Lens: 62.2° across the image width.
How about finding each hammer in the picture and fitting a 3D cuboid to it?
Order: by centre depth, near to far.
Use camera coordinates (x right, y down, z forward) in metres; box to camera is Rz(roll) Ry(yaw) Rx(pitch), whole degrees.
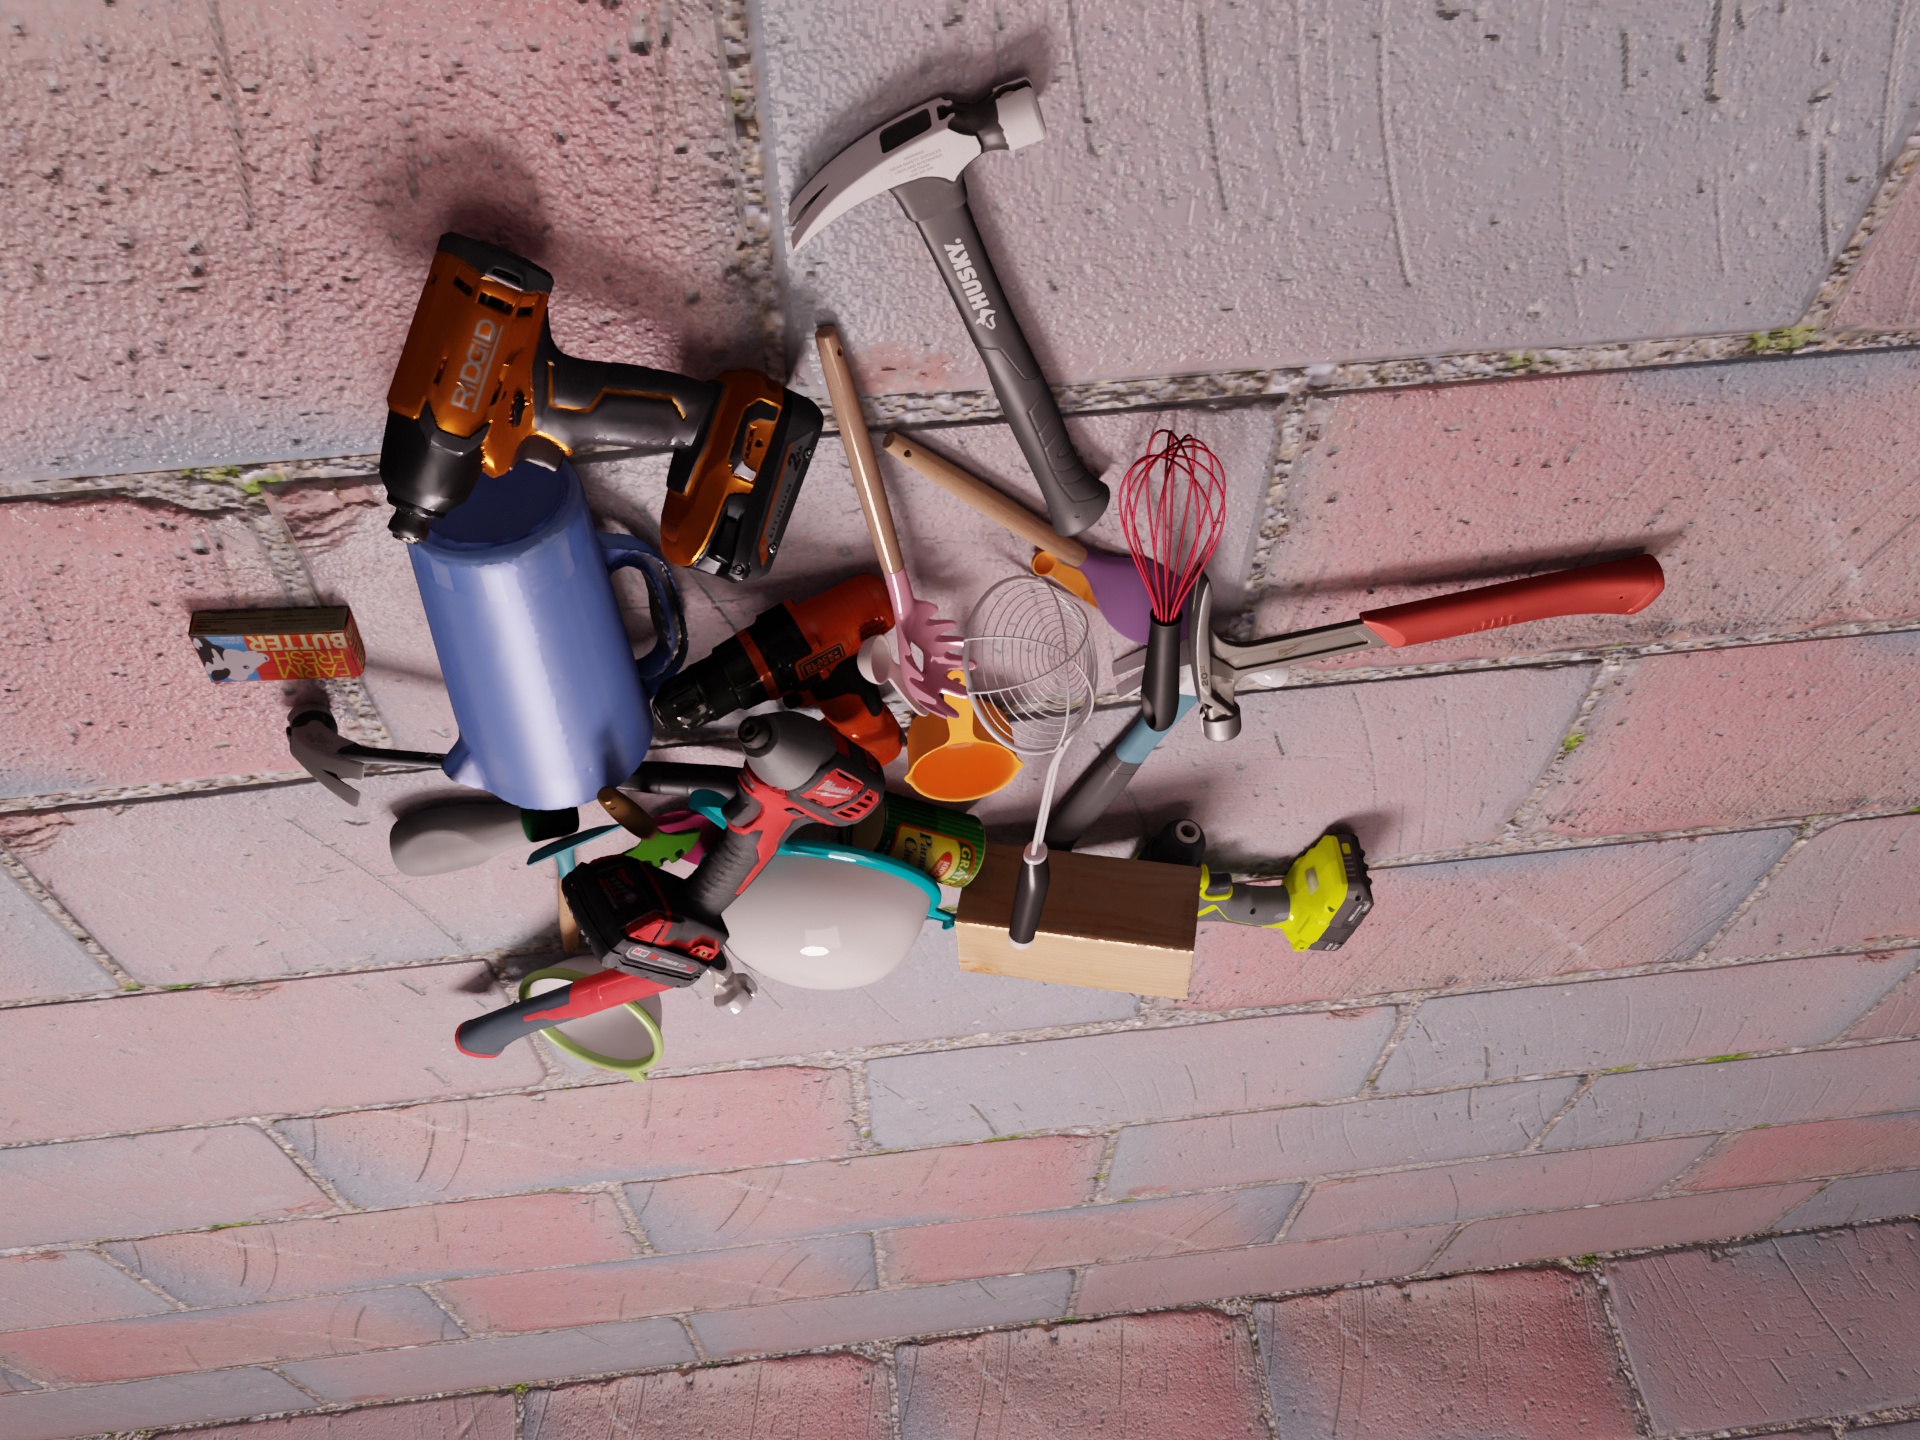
[{"bbox_3d":[0.021,-0.218,0.946,0.146,0.035,0.334,-17,145,12],"label":"hammer"},{"bbox_3d":[0.348,-0.083,1.193,0.359,0.037,0.149,-12,126,-2],"label":"hammer"},{"bbox_3d":[-0.286,0.039,1.204,0.408,0.149,0.036,6,103,-30],"label":"hammer"},{"bbox_3d":[0.138,0.036,1.341,0.128,0.033,0.330,7,143,-23],"label":"hammer"},{"bbox_3d":[-0.354,0.241,1.436,0.386,0.038,0.143,-22,117,38],"label":"hammer"}]

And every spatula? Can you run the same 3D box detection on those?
[{"bbox_3d":[0.064,-0.122,1.104,0.315,0.018,0.059,27,109,-39],"label":"spatula"},{"bbox_3d":[-0.337,0.152,1.378,0.082,0.044,0.317,-24,160,-23],"label":"spatula"}]

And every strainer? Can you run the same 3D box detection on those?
[{"bbox_3d":[-0.144,0.153,1.304,0.211,0.095,0.340,-1,157,18],"label":"strainer"},{"bbox_3d":[-0.323,0.239,1.499,0.151,0.069,0.256,30,136,-6],"label":"strainer"}]

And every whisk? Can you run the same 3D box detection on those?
[{"bbox_3d":[0.145,-0.088,1.117,0.073,0.073,0.295,-7,141,-2],"label":"whisk"}]

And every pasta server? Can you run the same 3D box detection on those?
[{"bbox_3d":[-0.043,-0.120,1.038,0.040,0.060,0.315,12,141,24],"label":"pasta server"}]

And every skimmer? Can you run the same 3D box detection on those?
[{"bbox_3d":[0.042,0.049,1.232,0.090,0.127,0.363,31,142,21],"label":"skimmer"}]

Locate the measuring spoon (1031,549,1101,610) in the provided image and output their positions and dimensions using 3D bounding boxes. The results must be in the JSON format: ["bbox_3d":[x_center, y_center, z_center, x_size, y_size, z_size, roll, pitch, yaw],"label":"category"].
[{"bbox_3d":[0.091,-0.098,1.156,0.116,0.011,0.021,24,104,-41],"label":"measuring spoon"}]

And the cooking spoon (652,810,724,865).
[{"bbox_3d":[-0.174,0.150,1.455,0.069,0.017,0.318,-16,145,23],"label":"cooking spoon"}]

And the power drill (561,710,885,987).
[{"bbox_3d":[-0.166,0.082,1.120,0.219,0.079,0.143,-43,148,7],"label":"power drill"}]

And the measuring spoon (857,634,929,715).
[{"bbox_3d":[-0.048,-0.028,1.137,0.018,0.034,0.124,2,162,19],"label":"measuring spoon"}]

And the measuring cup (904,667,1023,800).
[{"bbox_3d":[-0.002,-0.004,1.239,0.095,0.052,0.173,-7,144,-2],"label":"measuring cup"}]

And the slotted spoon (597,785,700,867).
[{"bbox_3d":[-0.241,0.081,1.198,0.070,0.031,0.313,-18,170,-6],"label":"slotted spoon"}]

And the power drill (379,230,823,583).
[{"bbox_3d":[-0.207,-0.153,0.893,0.226,0.084,0.164,18,96,-34],"label":"power drill"}]

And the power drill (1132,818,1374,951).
[{"bbox_3d":[0.266,0.155,1.505,0.228,0.080,0.190,2,145,-10],"label":"power drill"}]
